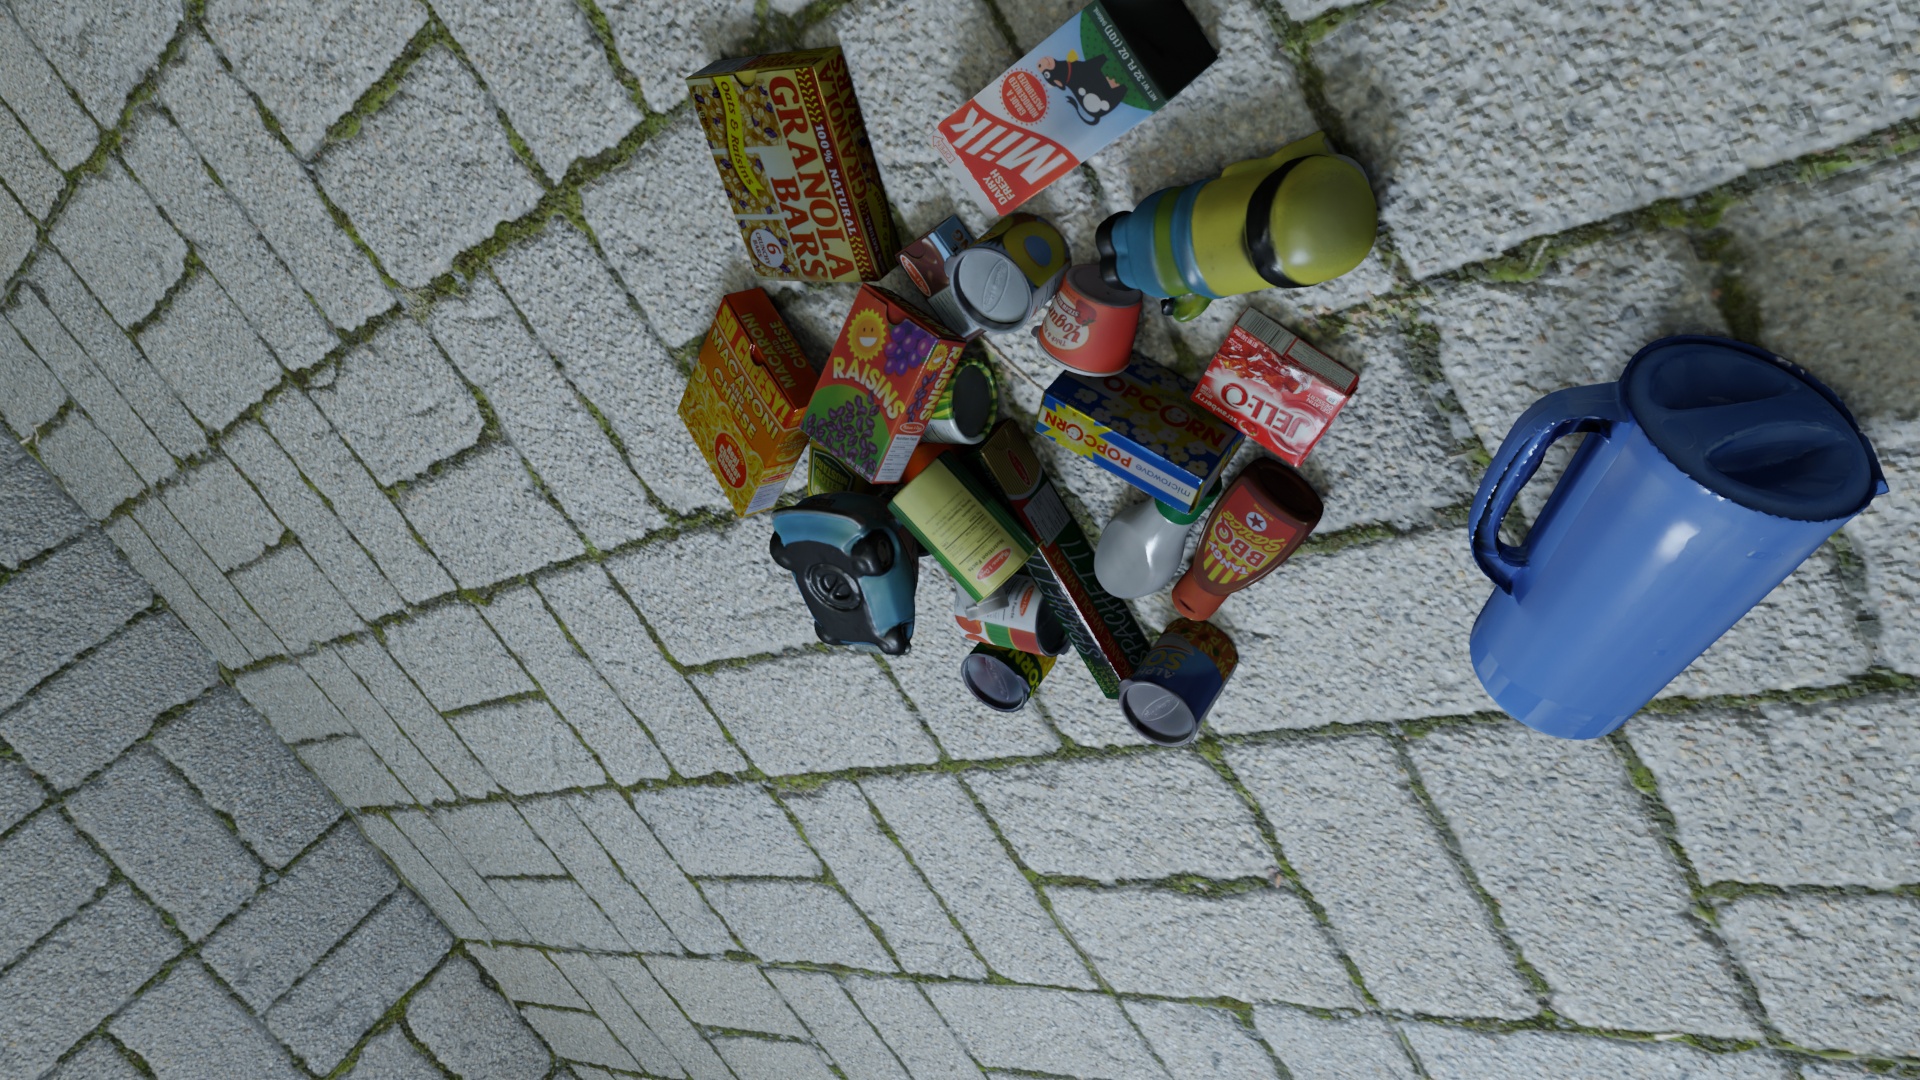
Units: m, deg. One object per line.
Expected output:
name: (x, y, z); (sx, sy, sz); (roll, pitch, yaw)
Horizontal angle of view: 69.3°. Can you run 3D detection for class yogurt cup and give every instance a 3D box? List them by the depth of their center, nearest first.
yogurt cup: (0.091, -0.152, 0.946); (0.072, 0.073, 0.053); (29, 131, 15)

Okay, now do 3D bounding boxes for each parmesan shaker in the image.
parmesan shaker: (0.004, -0.013, 1.061); (0.103, 0.072, 0.071); (47, 140, -1)

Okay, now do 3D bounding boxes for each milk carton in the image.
milk carton: (0.056, -0.267, 0.861); (0.190, 0.074, 0.072); (-24, 108, 48)

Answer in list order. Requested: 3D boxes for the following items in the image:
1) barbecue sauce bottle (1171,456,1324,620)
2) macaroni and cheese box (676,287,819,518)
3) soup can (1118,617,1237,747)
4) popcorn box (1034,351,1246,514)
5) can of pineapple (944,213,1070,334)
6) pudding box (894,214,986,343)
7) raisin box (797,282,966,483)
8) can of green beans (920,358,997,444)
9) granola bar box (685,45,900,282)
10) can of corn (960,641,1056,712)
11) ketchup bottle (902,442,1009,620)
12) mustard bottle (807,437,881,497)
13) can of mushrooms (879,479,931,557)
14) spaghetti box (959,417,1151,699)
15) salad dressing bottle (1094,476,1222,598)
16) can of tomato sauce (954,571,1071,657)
barbecue sauce bottle: (0.201, 0.006, 1.011); (0.065, 0.044, 0.147); (42, 141, 11)
macaroni and cheese box: (-0.180, -0.114, 1.186); (0.124, 0.040, 0.165); (57, 143, 16)
soup can: (0.171, 0.109, 1.097); (0.071, 0.084, 0.071); (22, 136, 23)
popcorn box: (0.127, -0.082, 0.961); (0.127, 0.085, 0.038); (30, 140, 14)
can of pineapple: (0.034, -0.187, 0.964); (0.071, 0.058, 0.070); (22, 136, 23)
pudding box: (-0.003, -0.189, 1.014); (0.049, 0.030, 0.083); (-23, 109, 49)
raisin box: (-0.060, -0.116, 1.034); (0.086, 0.040, 0.123); (38, 111, 29)
can of green beans: (-0.012, -0.108, 1.067); (0.058, 0.071, 0.071); (5, 128, 35)
granola bar box: (-0.122, -0.273, 1.029); (0.124, 0.039, 0.164); (8, 130, 34)
can of corn: (0.045, 0.108, 1.219); (0.071, 0.058, 0.070); (22, 136, 23)
ketchup bottle: (-0.002, -0.010, 1.121); (0.064, 0.044, 0.149); (-20, 88, 40)
mustard bottle: (-0.102, -0.045, 1.209); (0.065, 0.049, 0.159); (34, 140, 18)
can of mushrooms: (-0.041, -0.022, 1.192); (0.071, 0.034, 0.070); (22, 137, 22)
spaghetti box: (0.082, 0.019, 1.116); (0.028, 0.050, 0.249); (-12, 117, 46)
salad dressing bottle: (0.146, -0.009, 1.030); (0.064, 0.044, 0.147); (58, 150, 17)
can of tomato sauce: (0.047, 0.059, 1.168); (0.083, 0.071, 0.071); (9, 130, 34)
